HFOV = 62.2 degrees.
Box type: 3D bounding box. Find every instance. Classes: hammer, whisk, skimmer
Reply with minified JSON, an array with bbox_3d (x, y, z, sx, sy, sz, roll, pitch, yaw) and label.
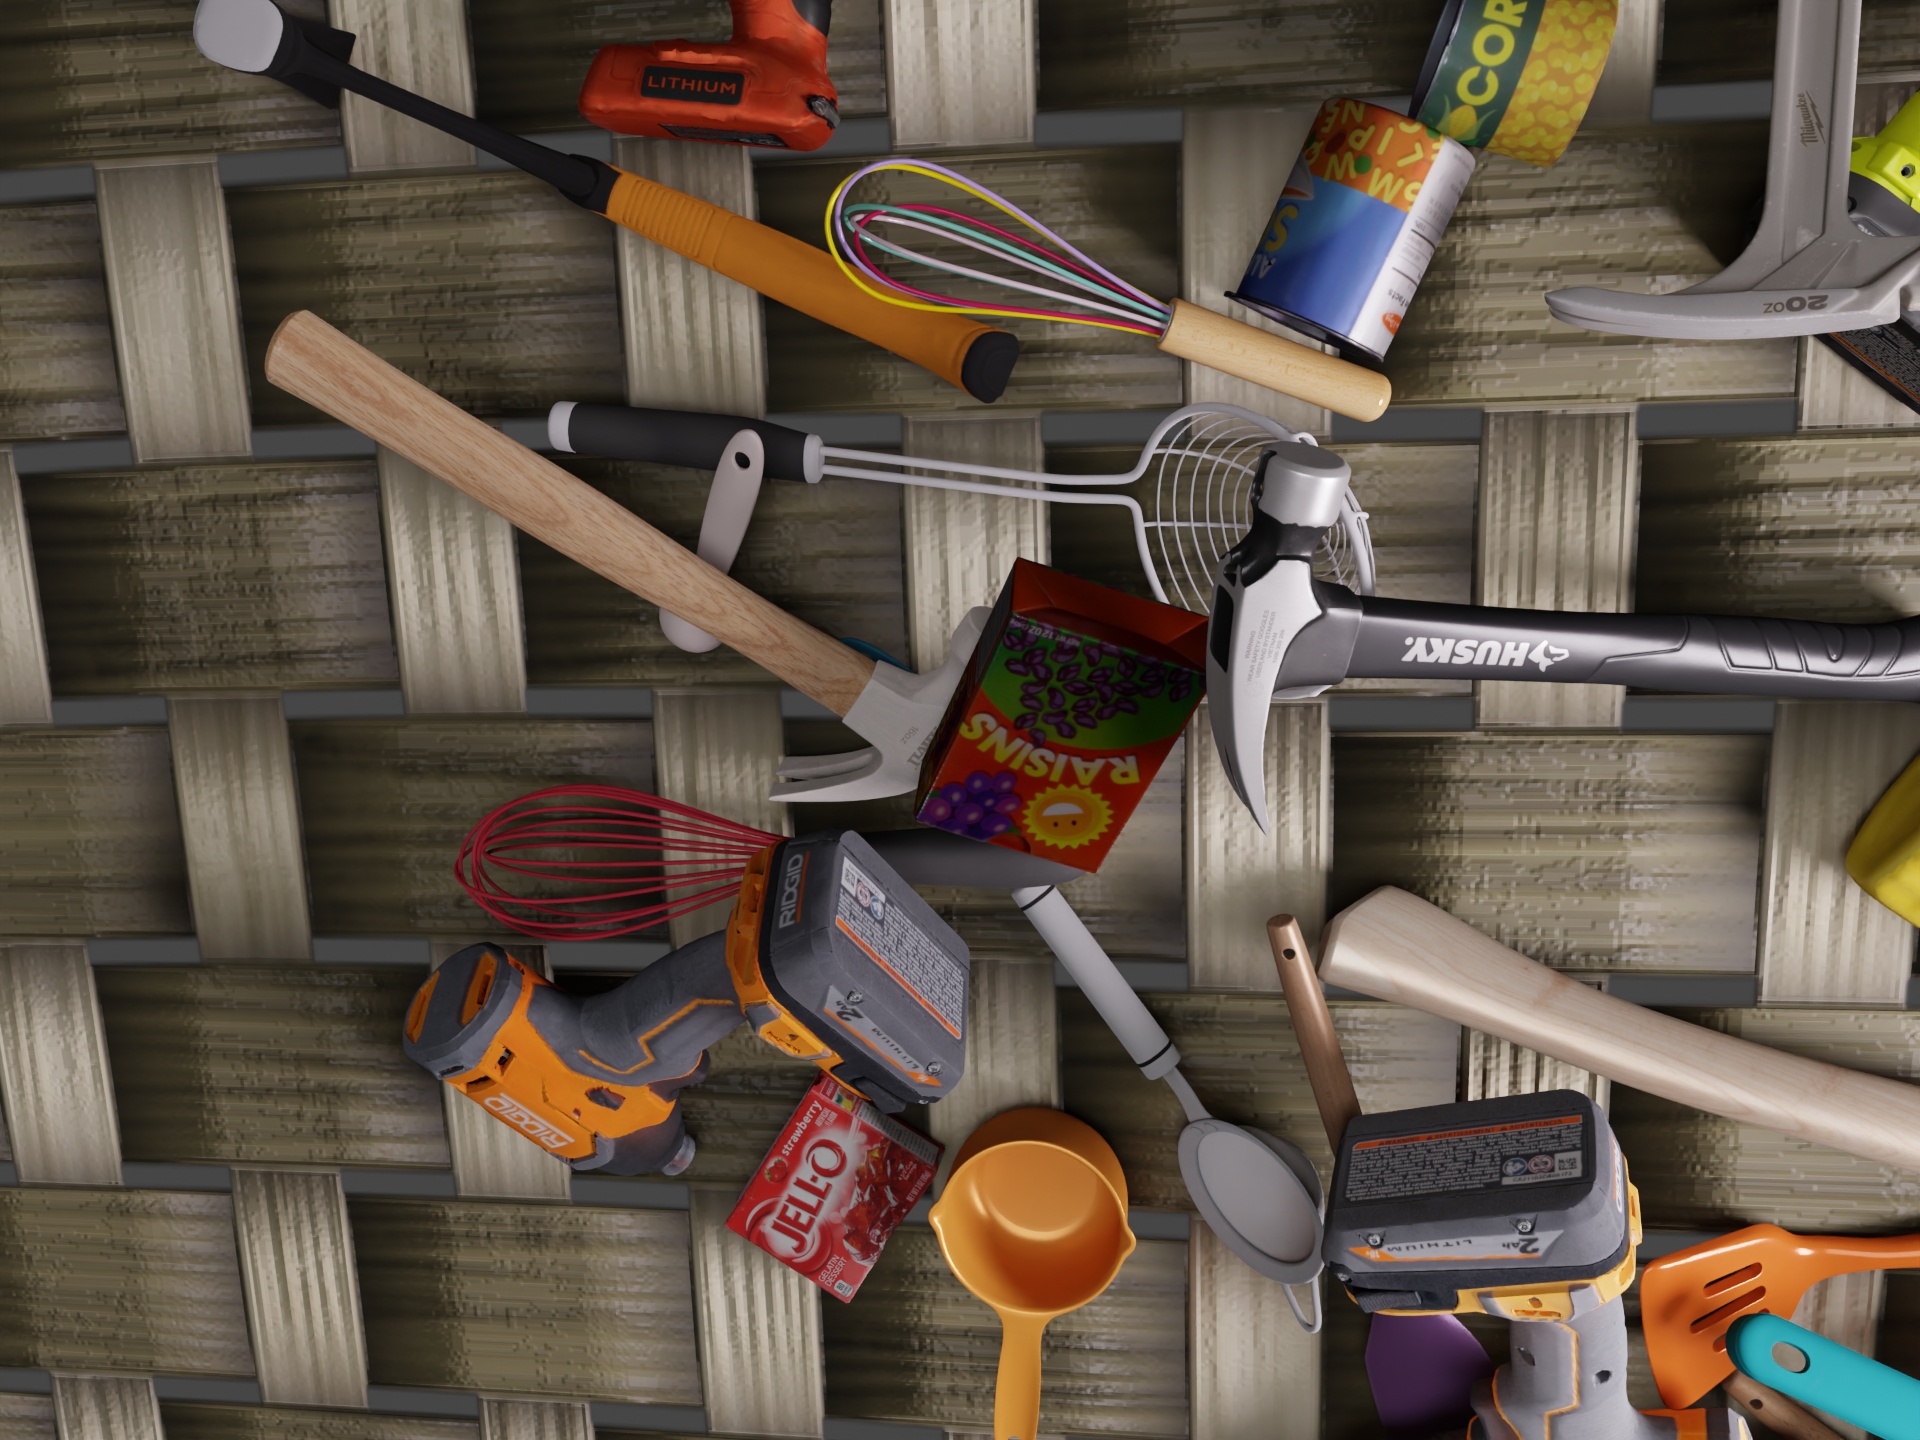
[{"bbox_3d":[0.299,-0.317,0.567,0.149,0.036,0.359,4,89,26],"label":"hammer"},{"bbox_3d":[0.254,-0.023,0.617,0.334,0.035,0.146,2,119,-14],"label":"hammer"},{"bbox_3d":[-0.142,-0.070,0.682,0.331,0.031,0.130,31,122,-8],"label":"hammer"},{"bbox_3d":[0.352,0.168,0.675,0.410,0.038,0.146,17,74,8],"label":"hammer"},{"bbox_3d":[0.062,-0.166,0.649,0.245,0.051,0.047,17,73,-11],"label":"whisk"},{"bbox_3d":[-0.133,-0.215,0.669,0.336,0.127,0.034,23,103,-7],"label":"hammer"},{"bbox_3d":[-0.087,0.064,0.724,0.296,0.073,0.073,-1,102,7],"label":"whisk"},{"bbox_3d":[-0.011,-0.089,0.669,0.363,0.090,0.127,9,131,8],"label":"skimmer"}]

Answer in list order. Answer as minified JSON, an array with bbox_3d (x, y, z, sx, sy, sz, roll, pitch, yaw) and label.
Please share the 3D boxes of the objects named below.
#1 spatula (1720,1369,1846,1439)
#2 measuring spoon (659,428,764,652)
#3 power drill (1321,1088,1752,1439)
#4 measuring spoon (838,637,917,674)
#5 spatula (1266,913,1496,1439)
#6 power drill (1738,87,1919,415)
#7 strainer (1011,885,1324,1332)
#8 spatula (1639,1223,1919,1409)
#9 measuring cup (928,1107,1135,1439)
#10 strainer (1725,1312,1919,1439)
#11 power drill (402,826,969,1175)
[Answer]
[{"bbox_3d":[0.481,0.400,0.726,0.317,0.044,0.082,36,111,1],"label":"spatula"},{"bbox_3d":[-0.109,-0.075,0.697,0.034,0.018,0.124,29,130,4],"label":"measuring spoon"},{"bbox_3d":[0.226,0.277,0.688,0.185,0.084,0.226,-16,112,28],"label":"power drill"},{"bbox_3d":[-0.001,-0.002,0.727,0.128,0.021,0.042,35,119,9],"label":"measuring spoon"},{"bbox_3d":[0.192,0.227,0.729,0.060,0.018,0.315,-17,107,12],"label":"spatula"},{"bbox_3d":[0.423,-0.226,0.588,0.171,0.080,0.223,38,101,0],"label":"power drill"},{"bbox_3d":[0.098,0.161,0.732,0.258,0.050,0.087,53,147,1],"label":"strainer"},{"bbox_3d":[0.459,0.233,0.695,0.322,0.041,0.081,-14,107,9],"label":"spatula"},{"bbox_3d":[0.033,0.268,0.758,0.095,0.052,0.173,5,104,7],"label":"measuring cup"},{"bbox_3d":[0.484,0.340,0.681,0.340,0.095,0.211,23,73,10],"label":"strainer"},{"bbox_3d":[-0.111,0.142,0.709,0.226,0.084,0.164,-21,131,23],"label":"power drill"}]
